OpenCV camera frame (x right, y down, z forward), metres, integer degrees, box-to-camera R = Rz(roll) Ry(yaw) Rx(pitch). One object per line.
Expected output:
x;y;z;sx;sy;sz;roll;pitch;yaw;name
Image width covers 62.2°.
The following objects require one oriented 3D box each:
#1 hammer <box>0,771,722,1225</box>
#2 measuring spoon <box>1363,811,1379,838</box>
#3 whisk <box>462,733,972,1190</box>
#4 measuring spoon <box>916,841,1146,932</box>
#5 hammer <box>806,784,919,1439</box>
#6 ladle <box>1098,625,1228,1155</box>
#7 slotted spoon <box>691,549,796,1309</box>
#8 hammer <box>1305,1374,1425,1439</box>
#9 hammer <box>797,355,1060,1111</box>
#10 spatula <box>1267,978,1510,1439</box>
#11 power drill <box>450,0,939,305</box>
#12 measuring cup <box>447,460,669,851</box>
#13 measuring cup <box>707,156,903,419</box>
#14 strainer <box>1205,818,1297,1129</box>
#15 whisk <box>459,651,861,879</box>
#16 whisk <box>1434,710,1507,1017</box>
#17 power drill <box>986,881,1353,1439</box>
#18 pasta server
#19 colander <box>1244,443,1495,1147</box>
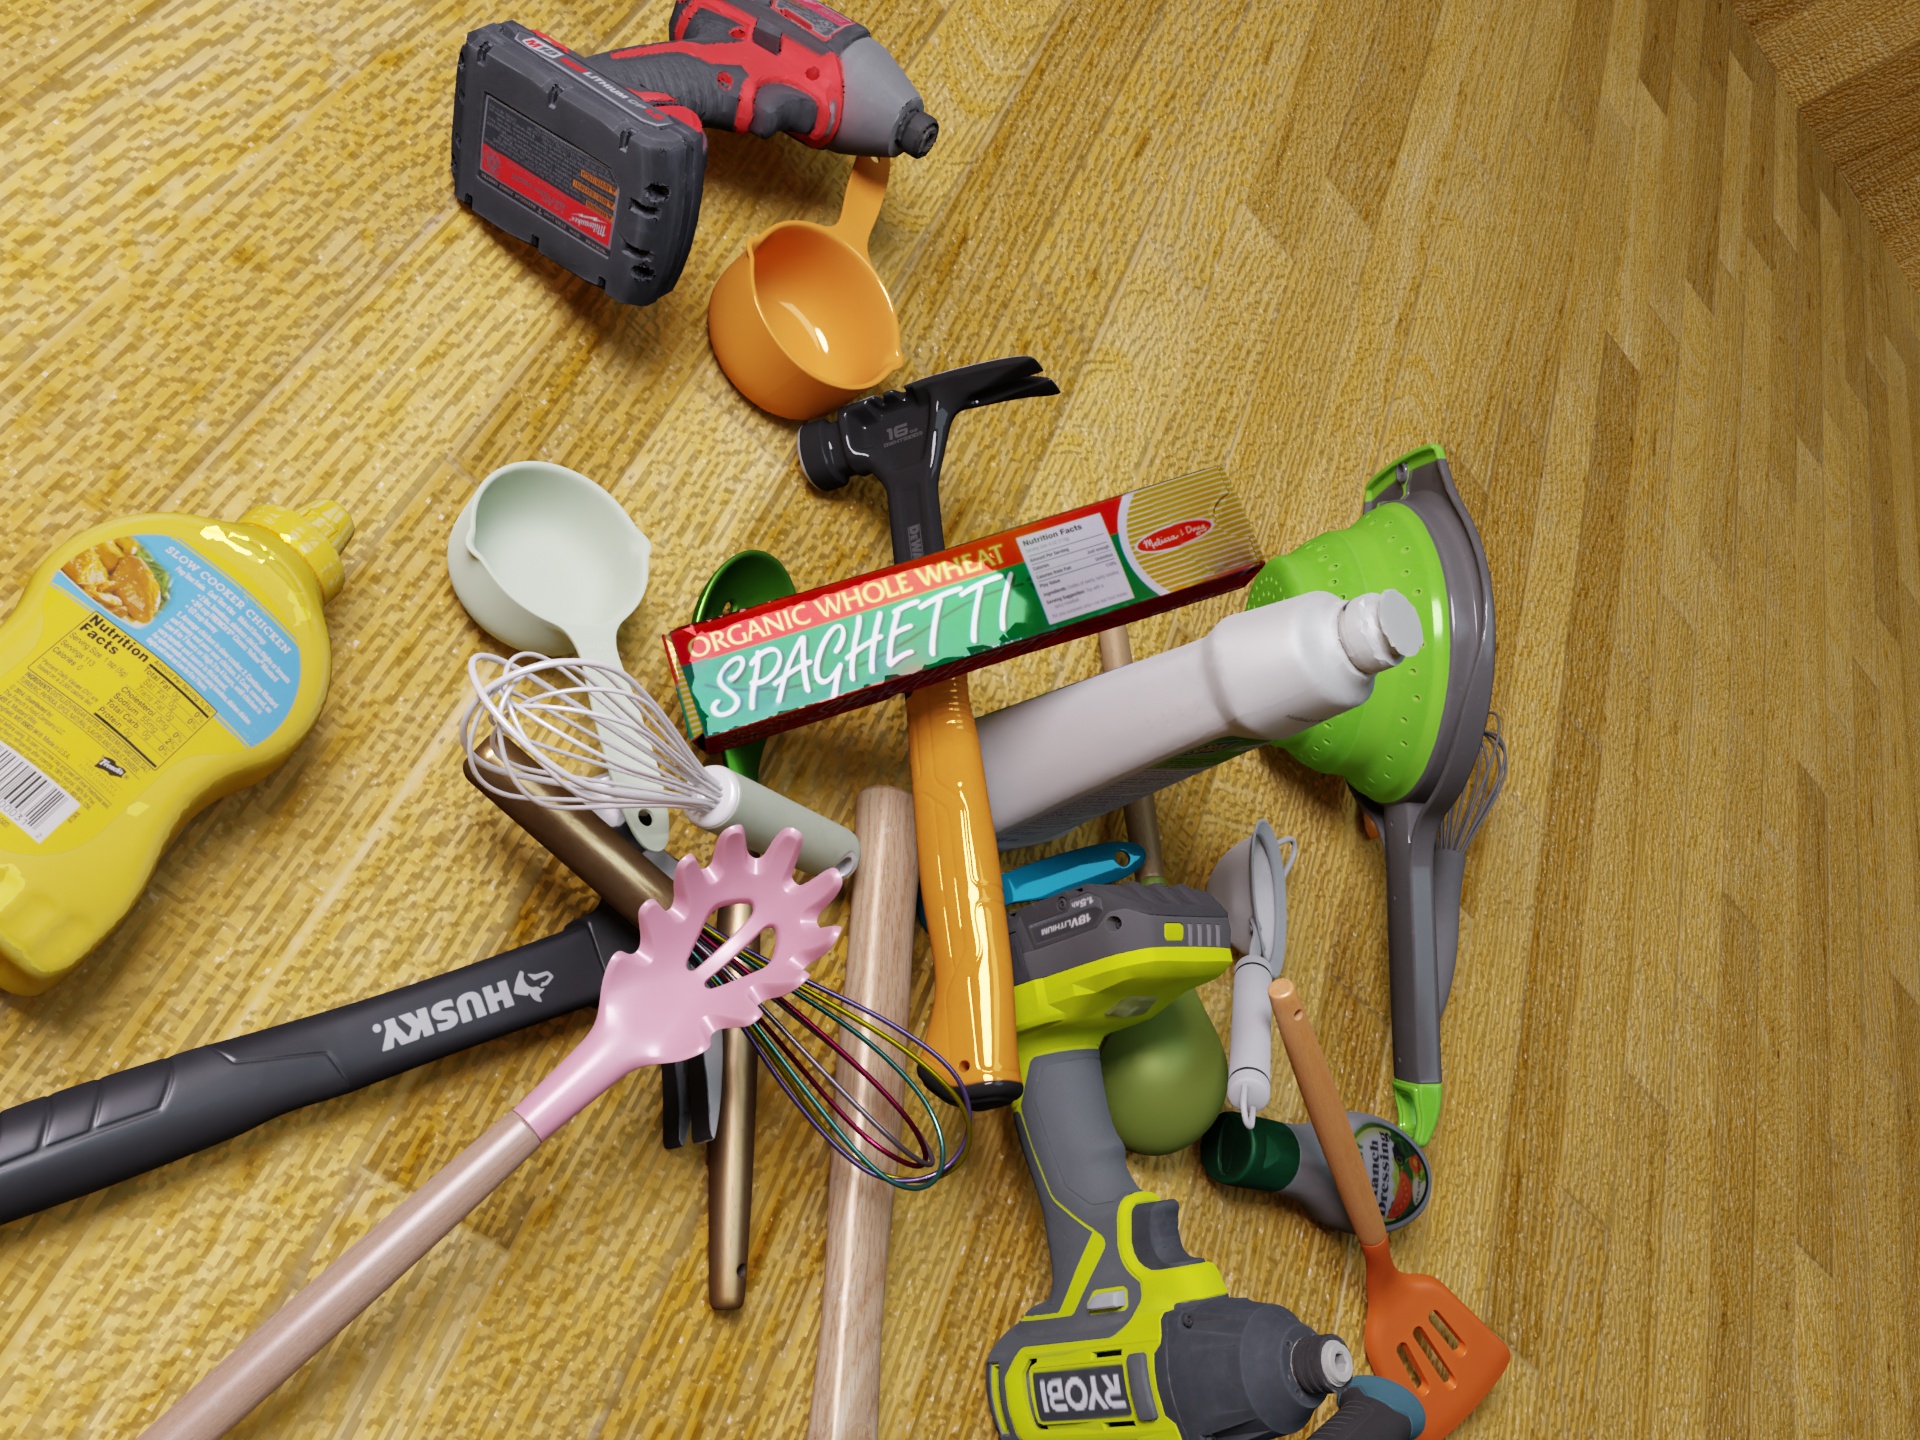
-0.220;0.120;0.520;0.334;0.035;0.146;-15;83;-45;hammer
0.262;0.020;1.021;0.021;0.011;0.117;34;51;-53;measuring spoon
-0.090;0.095;0.596;0.245;0.047;0.051;44;46;-11;whisk
0.039;0.075;0.762;0.128;0.021;0.042;-12;78;-26;measuring spoon
-0.038;0.182;0.657;0.129;0.031;0.332;32;51;-41;hammer
0.087;0.064;0.833;0.078;0.062;0.320;18;55;-37;ladle
-0.094;0.078;0.661;0.070;0.031;0.314;27;57;-54;slotted spoon
0.145;0.339;0.688;0.330;0.128;0.033;14;96;-61;hammer
-0.001;-0.002;0.697;0.034;0.127;0.337;37;43;-59;hammer
0.209;0.249;0.803;0.081;0.041;0.322;-36;123;-18;spatula
-0.112;-0.277;0.728;0.143;0.078;0.220;33;44;10;power drill
-0.152;-0.021;0.628;0.083;0.038;0.168;-7;72;-46;measuring cup
-0.071;-0.224;0.792;0.095;0.052;0.174;33;51;-28;measuring cup
0.146;0.124;0.807;0.258;0.050;0.086;-64;142;-65;strainer
-0.098;0.026;0.590;0.059;0.058;0.246;50;6;28;whisk
0.316;0.090;1.024;0.055;0.055;0.239;38;55;-26;whisk
0.072;0.188;0.669;0.080;0.171;0.223;8;65;-41;power drill
-0.160;0.147;0.505;0.060;0.040;0.316;44;63;8;pasta server
0.222;0.042;0.914;0.094;0.204;0.397;1;84;-8;colander
